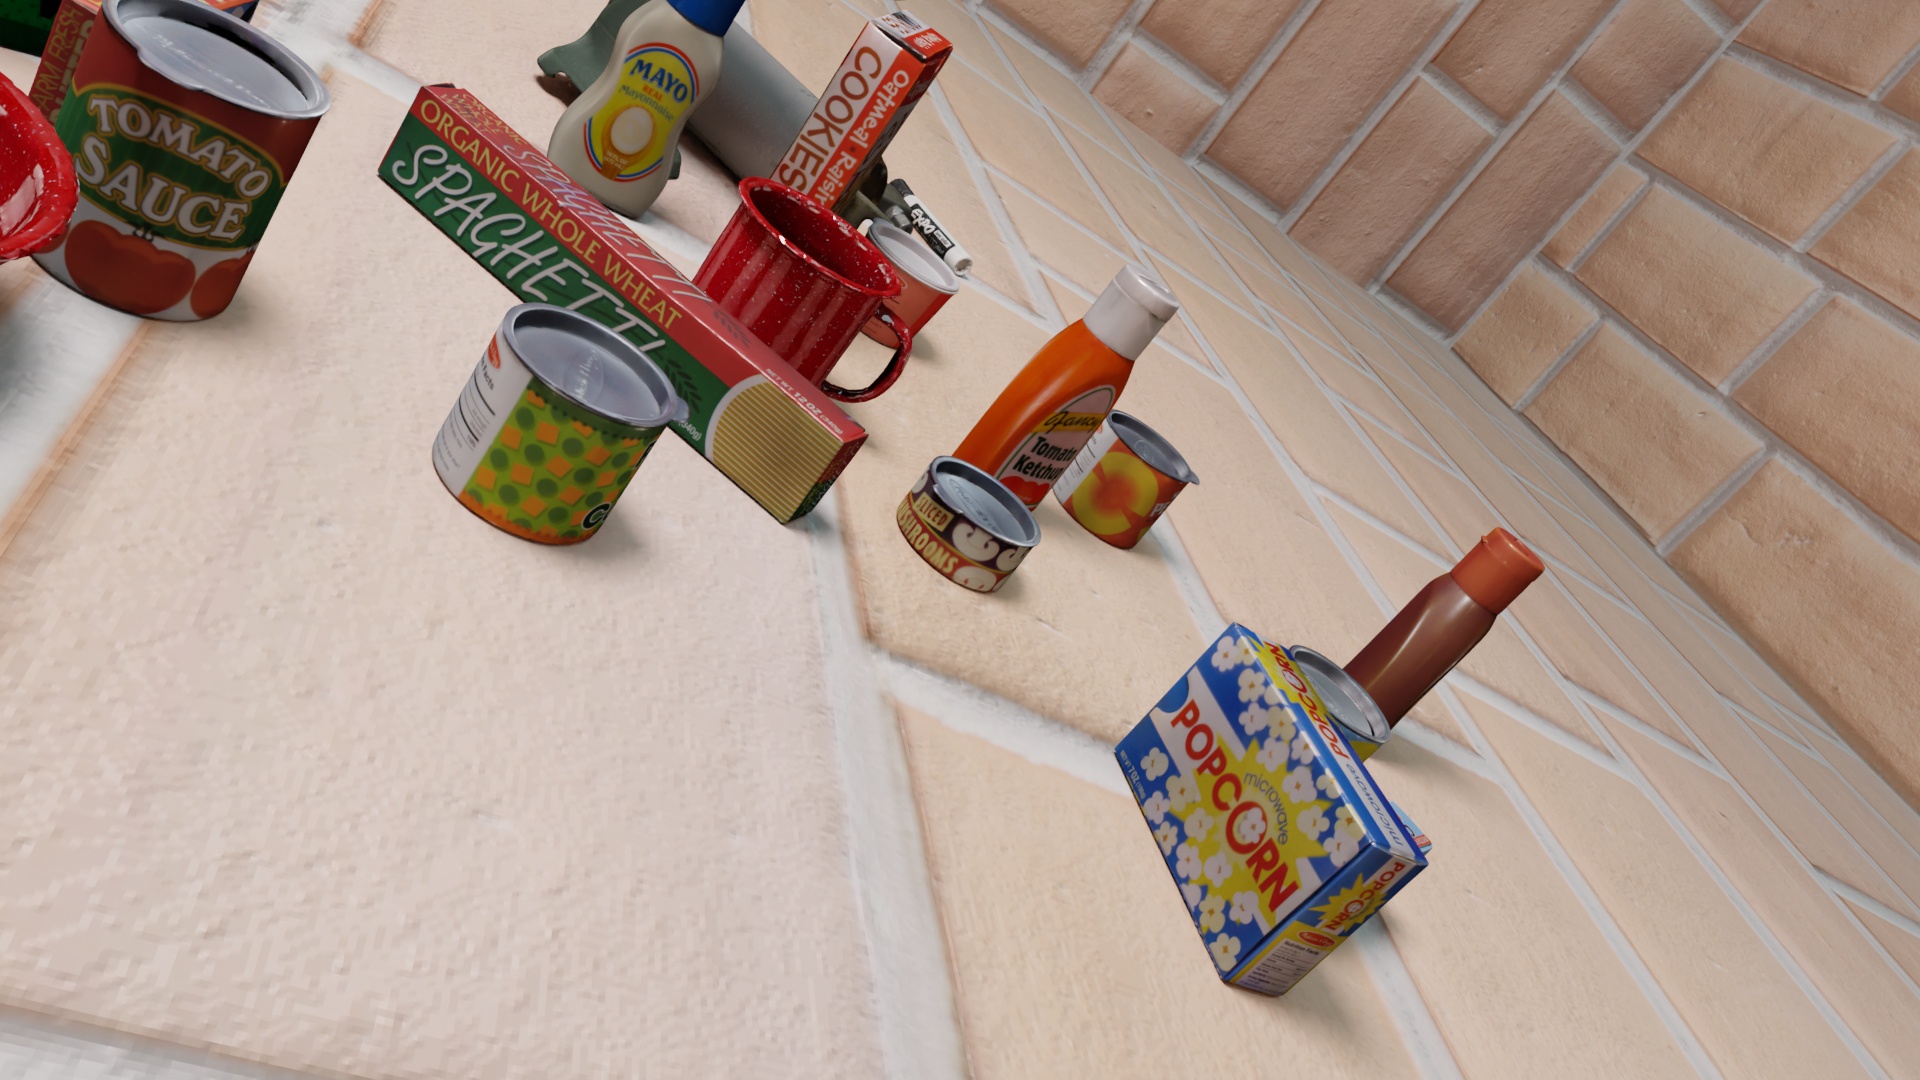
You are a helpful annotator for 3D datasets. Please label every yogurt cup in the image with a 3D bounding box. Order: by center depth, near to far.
[{"bbox_3d":[-0.042,-0.157,0.869,0.072,0.053,0.073,32,23,-15],"label":"yogurt cup"}]

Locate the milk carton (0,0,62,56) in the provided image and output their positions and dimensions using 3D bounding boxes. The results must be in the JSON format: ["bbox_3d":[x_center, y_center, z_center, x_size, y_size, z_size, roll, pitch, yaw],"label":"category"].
[{"bbox_3d":[-0.319,-0.274,0.496,0.072,0.190,0.073,49,24,24],"label":"milk carton"}]

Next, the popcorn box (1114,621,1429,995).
[{"bbox_3d":[0.123,0.108,0.573,0.038,0.085,0.127,24,27,-32],"label":"popcorn box"}]

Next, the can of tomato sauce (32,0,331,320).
[{"bbox_3d":[-0.253,-0.122,0.446,0.071,0.082,0.071,32,23,-15],"label":"can of tomato sauce"}]

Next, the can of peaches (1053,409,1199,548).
[{"bbox_3d":[0.100,-0.036,0.847,0.071,0.058,0.071,32,23,-15],"label":"can of peaches"}]

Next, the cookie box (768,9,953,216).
[{"bbox_3d":[-0.071,-0.219,0.795,0.040,0.167,0.123,35,22,-9],"label":"cookie box"}]

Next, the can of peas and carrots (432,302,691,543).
[{"bbox_3d":[-0.141,-0.040,0.492,0.071,0.058,0.071,32,23,-15],"label":"can of peas and carrots"}]

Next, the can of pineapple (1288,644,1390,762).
[{"bbox_3d":[0.173,0.096,0.707,0.071,0.057,0.071,32,23,-15],"label":"can of pineapple"}]

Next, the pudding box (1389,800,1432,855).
[{"bbox_3d":[0.174,0.146,0.624,0.084,0.049,0.030,6,39,-53],"label":"pudding box"}]

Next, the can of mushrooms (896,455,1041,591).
[{"bbox_3d":[0.002,-0.009,0.680,0.071,0.033,0.071,32,23,-15],"label":"can of mushrooms"}]

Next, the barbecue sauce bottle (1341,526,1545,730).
[{"bbox_3d":[0.277,0.057,0.819,0.043,0.148,0.065,39,22,1],"label":"barbecue sauce bottle"}]

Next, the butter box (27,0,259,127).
[{"bbox_3d":[-0.306,-0.185,0.525,0.024,0.053,0.104,32,23,-15],"label":"butter box"}]

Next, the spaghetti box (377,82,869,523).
[{"bbox_3d":[-0.152,-0.106,0.613,0.250,0.050,0.029,40,22,5],"label":"spaghetti box"}]

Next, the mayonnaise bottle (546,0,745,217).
[{"bbox_3d":[-0.161,-0.248,0.740,0.065,0.147,0.041,28,24,-25],"label":"mayonnaise bottle"}]

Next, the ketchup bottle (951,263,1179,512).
[{"bbox_3d":[0.057,-0.081,0.749,0.065,0.148,0.044,11,35,-49],"label":"ketchup bottle"}]
